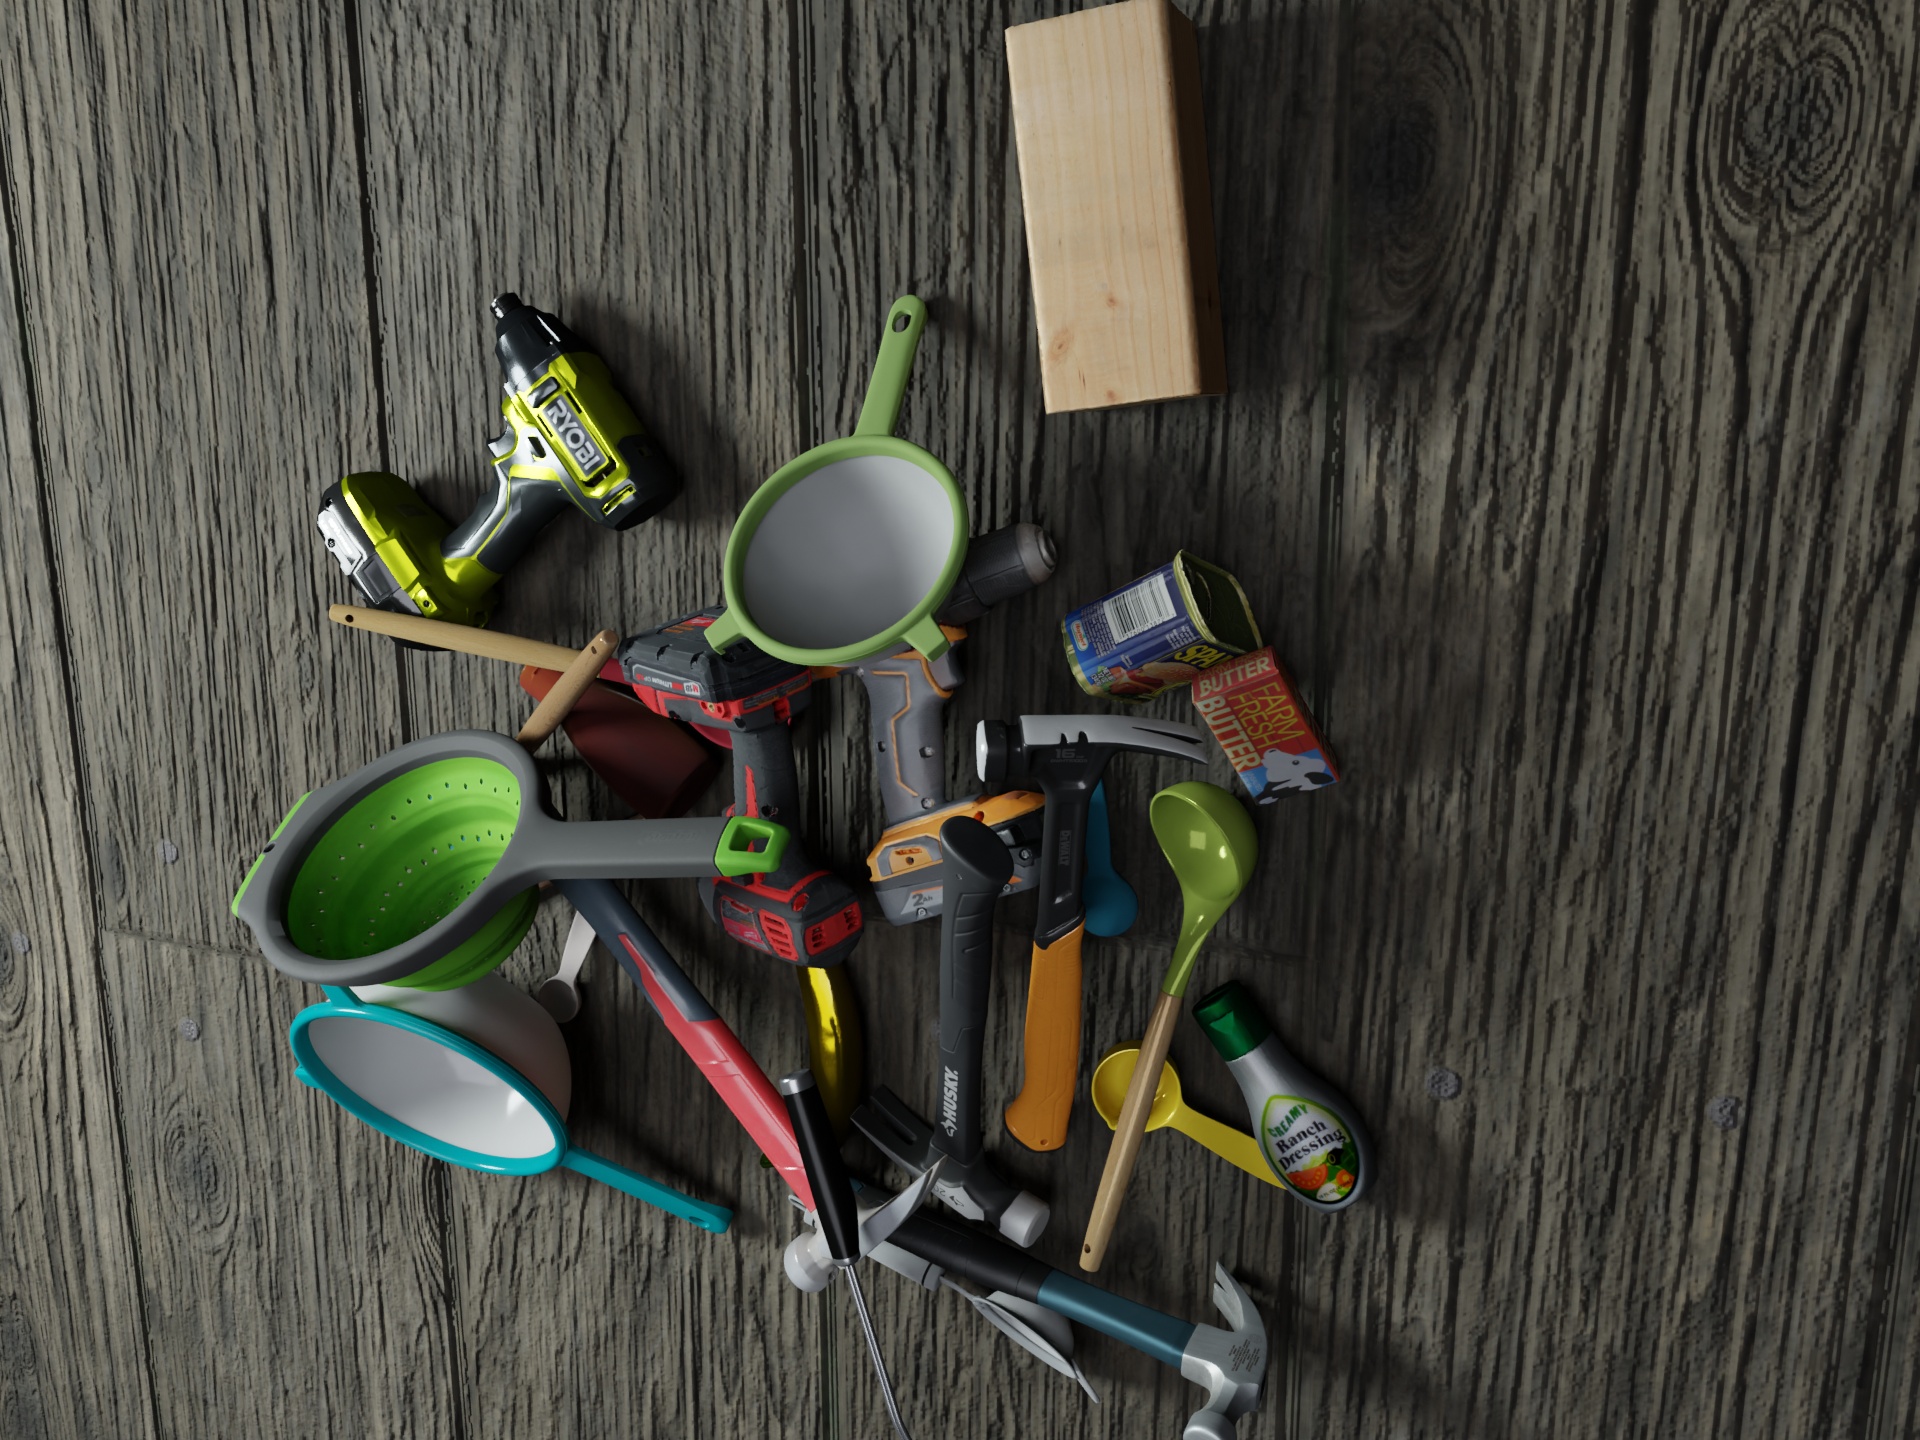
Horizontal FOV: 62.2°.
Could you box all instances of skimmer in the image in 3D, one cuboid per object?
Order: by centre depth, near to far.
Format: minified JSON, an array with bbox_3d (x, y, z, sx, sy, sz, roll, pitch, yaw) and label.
[{"bbox_3d":[-0.078,0.406,0.993,0.127,0.090,0.363,-17,89,58],"label":"skimmer"}]

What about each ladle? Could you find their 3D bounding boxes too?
[{"bbox_3d":[0.114,0.192,0.977,0.078,0.062,0.320,25,102,52],"label":"ladle"},{"bbox_3d":[-0.265,-0.039,1.064,0.315,0.031,0.069,12,106,-2],"label":"ladle"}]

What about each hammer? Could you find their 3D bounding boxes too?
[{"bbox_3d":[0.067,0.141,0.965,0.127,0.034,0.336,0,125,-4],"label":"hammer"},{"bbox_3d":[-0.003,0.188,0.980,0.146,0.035,0.334,26,135,26],"label":"hammer"},{"bbox_3d":[0.044,0.367,1.045,0.331,0.128,0.033,15,119,26],"label":"hammer"},{"bbox_3d":[-0.172,0.194,1.073,0.386,0.038,0.143,50,117,10],"label":"hammer"}]

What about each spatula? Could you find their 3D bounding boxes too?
[{"bbox_3d":[-0.299,0.015,1.087,0.082,0.044,0.317,56,141,4],"label":"spatula"}]

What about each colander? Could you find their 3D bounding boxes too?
[{"bbox_3d":[-0.272,0.106,1.015,0.397,0.205,0.094,-3,136,24],"label":"colander"}]

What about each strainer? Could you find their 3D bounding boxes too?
[{"bbox_3d":[-0.048,-0.135,0.953,0.151,0.069,0.256,2,65,22],"label":"strainer"},{"bbox_3d":[-0.010,0.385,1.100,0.258,0.050,0.086,21,152,20],"label":"strainer"},{"bbox_3d":[-0.308,0.264,1.158,0.340,0.095,0.211,28,140,-9],"label":"strainer"}]

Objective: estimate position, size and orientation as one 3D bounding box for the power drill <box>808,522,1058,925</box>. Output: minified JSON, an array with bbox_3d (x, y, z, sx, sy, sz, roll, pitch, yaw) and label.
[{"bbox_3d":[-0.002,-0.003,0.995,0.185,0.084,0.226,-19,90,21],"label":"power drill"}]

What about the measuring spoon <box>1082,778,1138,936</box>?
[{"bbox_3d":[0.084,0.078,1.008,0.042,0.021,0.128,-6,100,21],"label":"measuring spoon"}]

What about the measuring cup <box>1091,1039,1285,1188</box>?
[{"bbox_3d":[0.156,0.257,1.024,0.156,0.029,0.062,29,104,-1],"label":"measuring cup"}]

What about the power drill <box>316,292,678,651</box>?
[{"bbox_3d":[-0.320,-0.164,1.079,0.223,0.080,0.171,-35,89,19],"label":"power drill"}]

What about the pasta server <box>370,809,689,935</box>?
[{"bbox_3d":[-0.323,0.125,1.160,0.316,0.040,0.060,-27,99,22],"label":"pasta server"}]

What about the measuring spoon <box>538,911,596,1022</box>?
[{"bbox_3d":[-0.276,0.164,1.166,0.034,0.018,0.124,26,102,16],"label":"measuring spoon"}]

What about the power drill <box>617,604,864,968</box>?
[{"bbox_3d":[-0.139,0.045,1.010,0.143,0.078,0.219,11,119,46],"label":"power drill"}]
